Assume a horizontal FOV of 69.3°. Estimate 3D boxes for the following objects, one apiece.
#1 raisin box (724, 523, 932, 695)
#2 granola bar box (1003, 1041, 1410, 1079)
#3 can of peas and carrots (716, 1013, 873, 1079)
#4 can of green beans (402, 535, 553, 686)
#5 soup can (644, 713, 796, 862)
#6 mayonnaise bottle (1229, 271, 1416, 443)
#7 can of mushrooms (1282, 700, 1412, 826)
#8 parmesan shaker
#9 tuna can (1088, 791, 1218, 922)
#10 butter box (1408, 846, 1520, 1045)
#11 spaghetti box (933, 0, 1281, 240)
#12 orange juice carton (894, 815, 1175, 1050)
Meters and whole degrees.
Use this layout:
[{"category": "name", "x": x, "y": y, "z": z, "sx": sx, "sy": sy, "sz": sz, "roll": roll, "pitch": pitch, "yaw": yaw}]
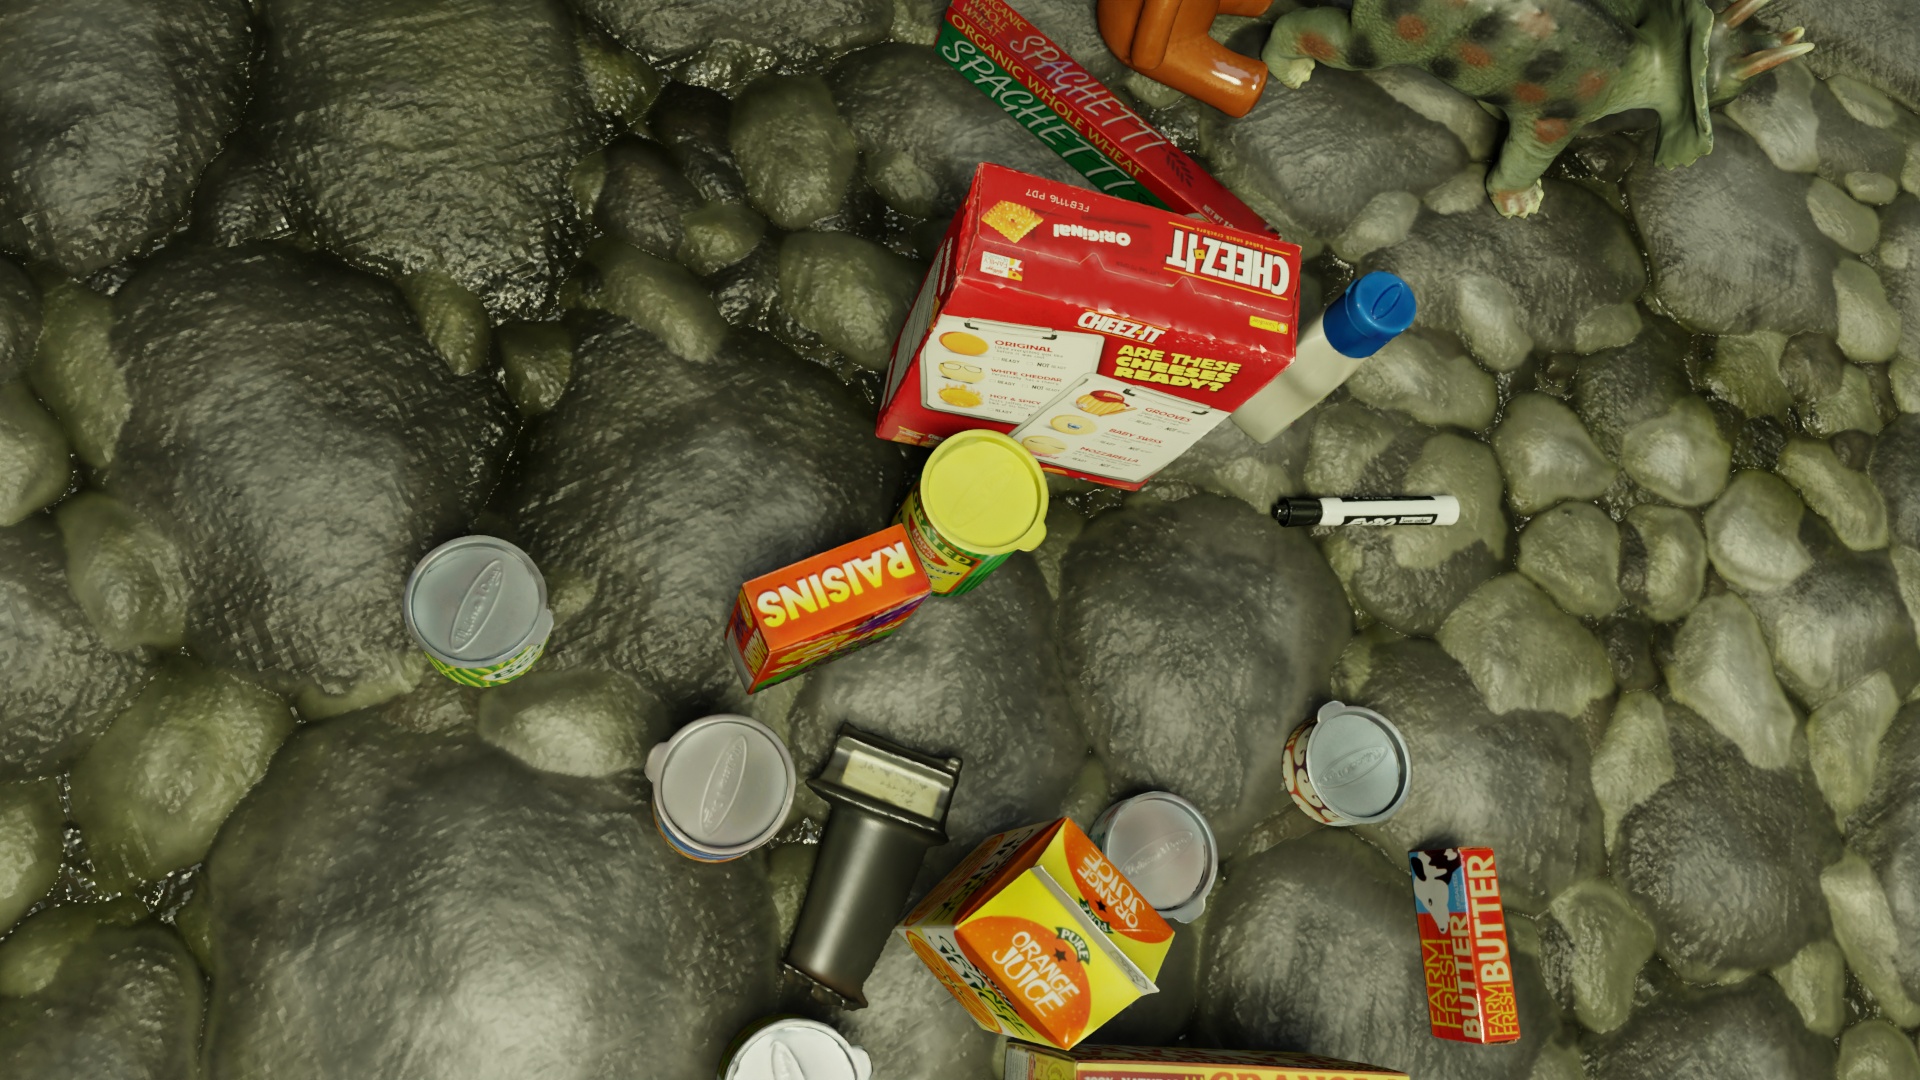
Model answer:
[{"category": "raisin box", "x": -0.071, "y": 0.038, "z": 0.703, "sx": 0.086, "sy": 0.123, "sz": 0.040, "roll": -21, "pitch": 80, "yaw": -18}, {"category": "granola bar box", "x": 0.115, "y": 0.271, "z": 0.680, "sx": 0.166, "sy": 0.124, "sz": 0.039, "roll": 7, "pitch": 73, "yaw": -12}, {"category": "can of peas and carrots", "x": -0.081, "y": 0.262, "z": 0.669, "sx": 0.071, "sy": 0.058, "sz": 0.071, "roll": 4, "pitch": 73, "yaw": -13}, {"category": "can of green beans", "x": -0.240, "y": 0.037, "z": 0.697, "sx": 0.071, "sy": 0.057, "sz": 0.071, "roll": 4, "pitch": 73, "yaw": -13}, {"category": "soup can", "x": -0.121, "y": 0.123, "z": 0.687, "sx": 0.071, "sy": 0.083, "sz": 0.071, "roll": 4, "pitch": 73, "yaw": -13}, {"category": "mayonnaise bottle", "x": 0.208, "y": -0.106, "z": 0.802, "sx": 0.041, "sy": 0.147, "sz": 0.065, "roll": 42, "pitch": 69, "yaw": 0}, {"category": "can of mushrooms", "x": 0.220, "y": 0.128, "z": 0.797, "sx": 0.071, "sy": 0.033, "sz": 0.071, "roll": 4, "pitch": 73, "yaw": -13}, {"category": "parmesan shaker", "x": 0.003, "y": -0.009, "z": 0.746, "sx": 0.071, "sy": 0.102, "sz": 0.071, "roll": 4, "pitch": 74, "yaw": -13}, {"category": "tuna can", "x": 0.105, "y": 0.174, "z": 0.755, "sx": 0.071, "sy": 0.032, "sz": 0.071, "roll": 4, "pitch": 73, "yaw": -13}, {"category": "butter box", "x": 0.279, "y": 0.224, "z": 0.772, "sx": 0.024, "sy": 0.053, "sz": 0.104, "roll": 1, "pitch": 74, "yaw": -13}, {"category": "spaghetti box", "x": 0.088, "y": -0.251, "z": 0.867, "sx": 0.250, "sy": 0.050, "sz": 0.029, "roll": 40, "pitch": 69, "yaw": 0}, {"category": "orange juice carton", "x": 0.034, "y": 0.182, "z": 0.650, "sx": 0.073, "sy": 0.192, "sz": 0.072, "roll": -41, "pitch": 87, "yaw": -20}]
